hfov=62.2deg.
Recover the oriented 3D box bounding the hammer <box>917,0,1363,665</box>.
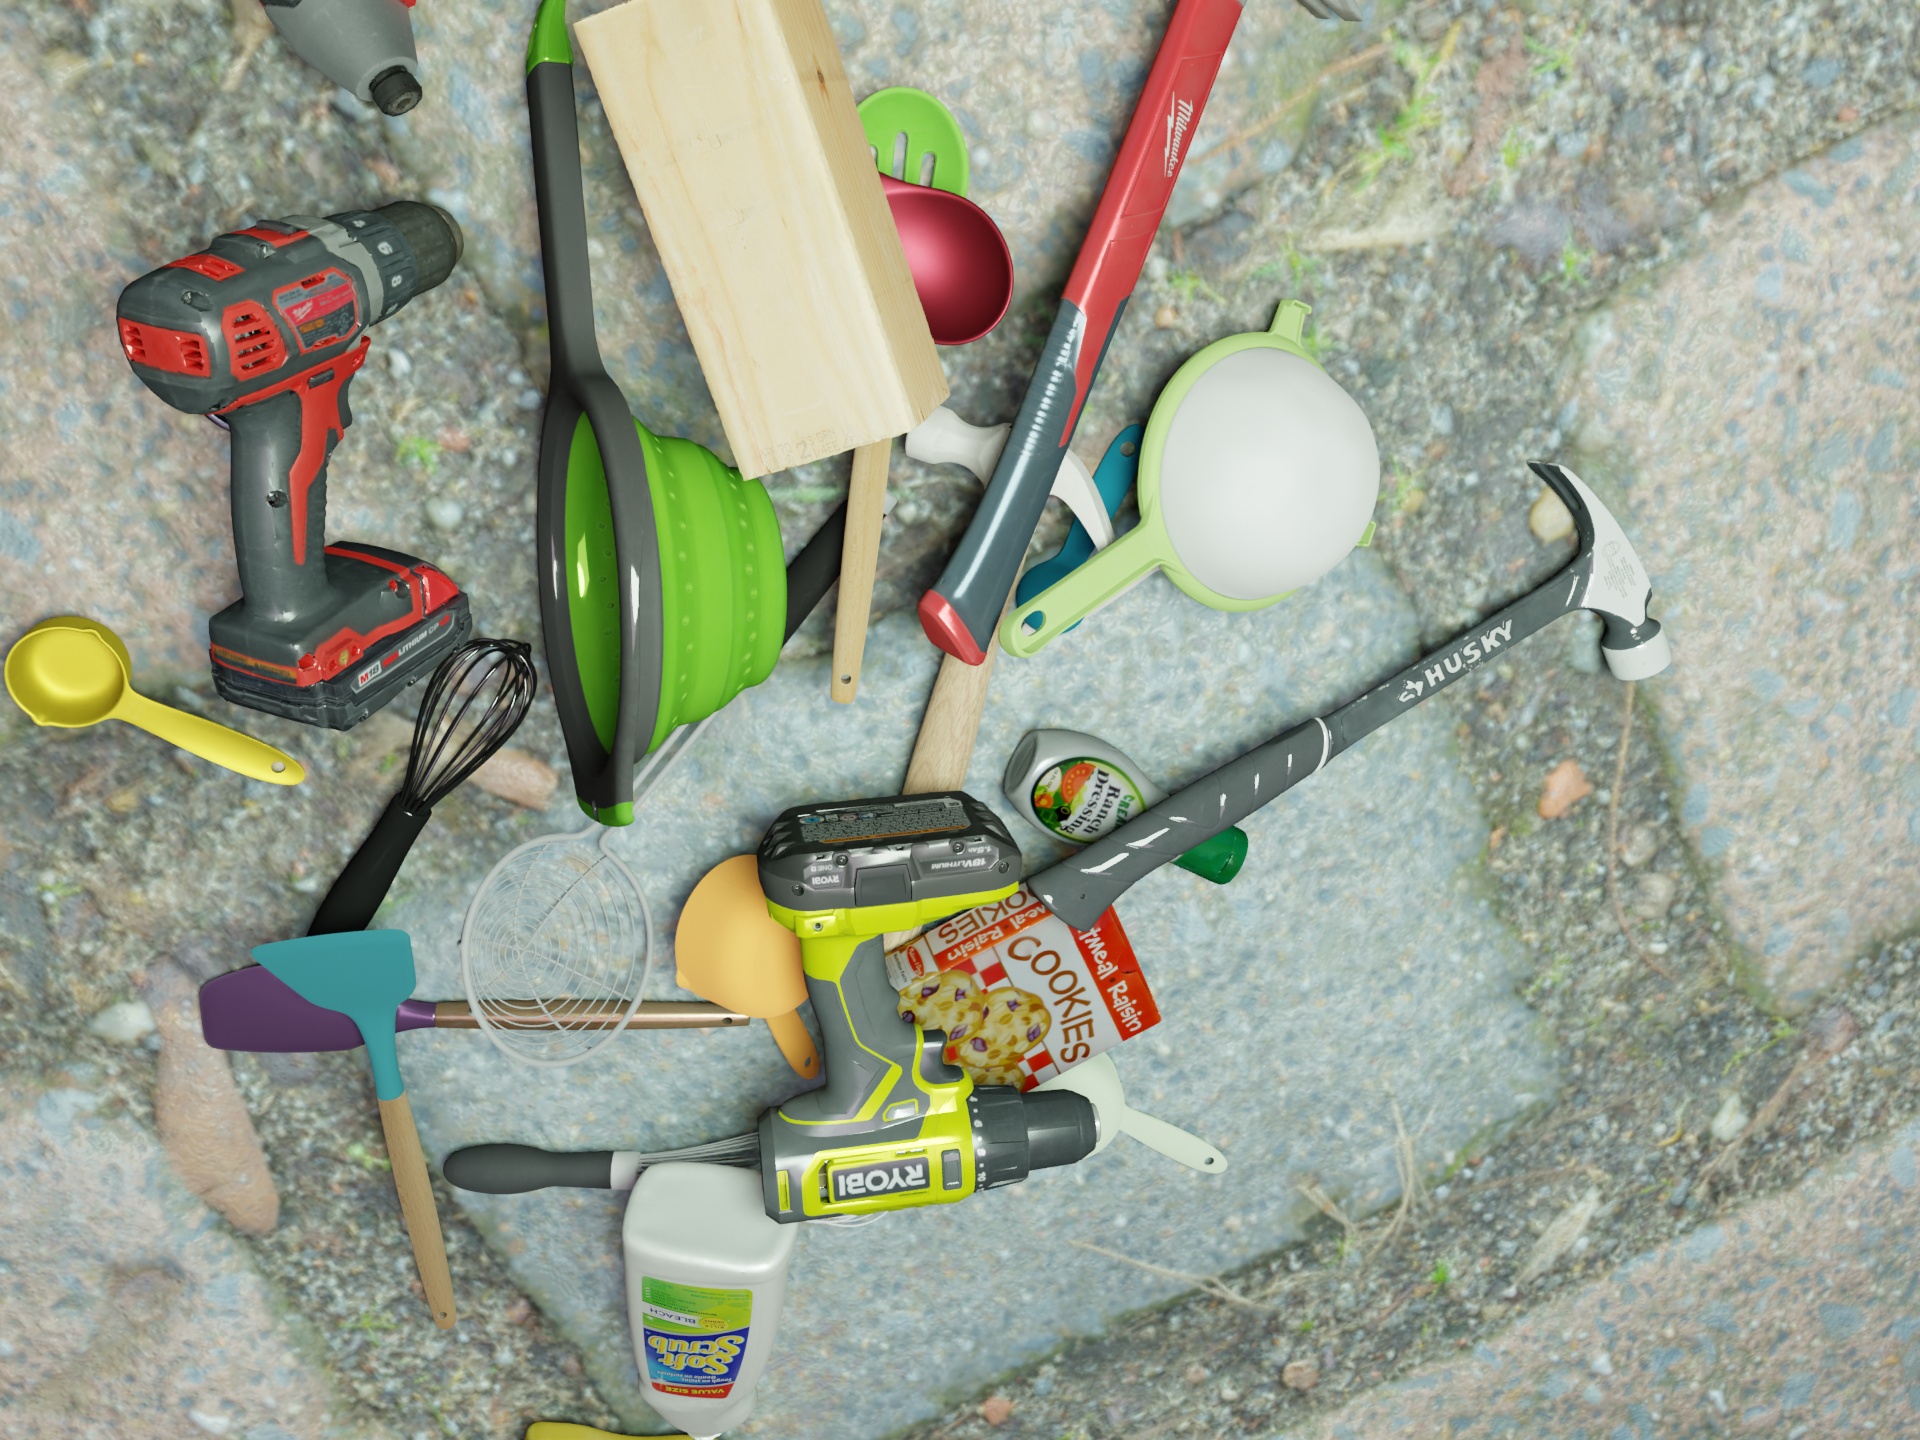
[{"bbox_3d":[0.078,-0.207,0.793,0.143,0.038,0.386,13,103,-43],"label":"hammer"}]

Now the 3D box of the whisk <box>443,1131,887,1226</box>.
[{"bbox_3d":[-0.173,0.277,0.978,0.284,0.070,0.070,2,110,-3],"label":"whisk"}]

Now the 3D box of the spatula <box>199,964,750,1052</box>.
[{"bbox_3d":[-0.283,0.172,0.940,0.316,0.018,0.059,2,110,-8],"label":"spatula"}]

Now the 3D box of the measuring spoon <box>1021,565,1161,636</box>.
[{"bbox_3d":[0.089,-0.076,0.903,0.124,0.018,0.034,-31,111,4],"label":"measuring spoon"}]

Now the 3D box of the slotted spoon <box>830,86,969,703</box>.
[{"bbox_3d":[-0.045,-0.163,0.829,0.070,0.031,0.313,6,101,-7],"label":"slotted spoon"}]

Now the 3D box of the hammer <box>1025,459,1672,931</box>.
[{"bbox_3d":[0.218,0.000,0.907,0.409,0.036,0.149,-30,109,-8],"label":"hammer"}]

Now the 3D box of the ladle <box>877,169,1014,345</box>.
[{"bbox_3d":[-0.097,-0.302,0.768,0.315,0.031,0.069,42,102,-9],"label":"ladle"}]

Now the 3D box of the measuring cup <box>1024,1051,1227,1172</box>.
[{"bbox_3d":[0.105,0.263,1.017,0.167,0.038,0.083,28,104,-14],"label":"measuring cup"}]

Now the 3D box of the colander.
[{"bbox_3d":[-0.151,-0.150,0.784,0.094,0.204,0.397,-6,93,-24],"label":"colander"}]

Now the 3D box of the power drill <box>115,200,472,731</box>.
[{"bbox_3d":[-0.297,-0.131,0.766,0.080,0.188,0.226,14,124,16],"label":"power drill"}]

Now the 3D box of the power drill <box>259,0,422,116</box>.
[{"bbox_3d":[-0.224,-0.380,0.705,0.219,0.078,0.143,-33,92,7],"label":"power drill"}]

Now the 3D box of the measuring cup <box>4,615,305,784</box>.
[{"bbox_3d":[-0.428,-0.006,0.857,0.156,0.029,0.062,30,103,-29],"label":"measuring cup"}]

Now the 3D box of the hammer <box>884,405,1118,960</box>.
[{"bbox_3d":[-0.001,-0.003,0.898,0.130,0.031,0.331,19,111,8],"label":"hammer"}]

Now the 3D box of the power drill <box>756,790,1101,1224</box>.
[{"bbox_3d":[-0.020,0.160,0.866,0.190,0.080,0.228,-5,107,-9],"label":"power drill"}]

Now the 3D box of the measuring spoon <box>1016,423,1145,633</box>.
[{"bbox_3d":[0.070,-0.106,0.884,0.042,0.021,0.128,27,102,3],"label":"measuring spoon"}]

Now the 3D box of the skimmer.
[{"bbox_3d":[-0.142,0.028,0.870,0.363,0.090,0.127,-50,134,9],"label":"skimmer"}]

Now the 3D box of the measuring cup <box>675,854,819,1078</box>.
[{"bbox_3d":[-0.100,0.158,0.928,0.095,0.052,0.173,-44,130,-32],"label":"measuring cup"}]

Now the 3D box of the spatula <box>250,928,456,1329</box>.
[{"bbox_3d":[-0.334,0.247,0.935,0.082,0.044,0.317,-6,116,-7],"label":"spatula"}]

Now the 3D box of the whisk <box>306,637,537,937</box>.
[{"bbox_3d":[-0.304,0.049,0.879,0.055,0.055,0.239,31,106,-17],"label":"whisk"}]

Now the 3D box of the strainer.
[{"bbox_3d":[0.132,-0.101,0.821,0.256,0.069,0.151,-35,117,-23],"label":"strainer"}]
